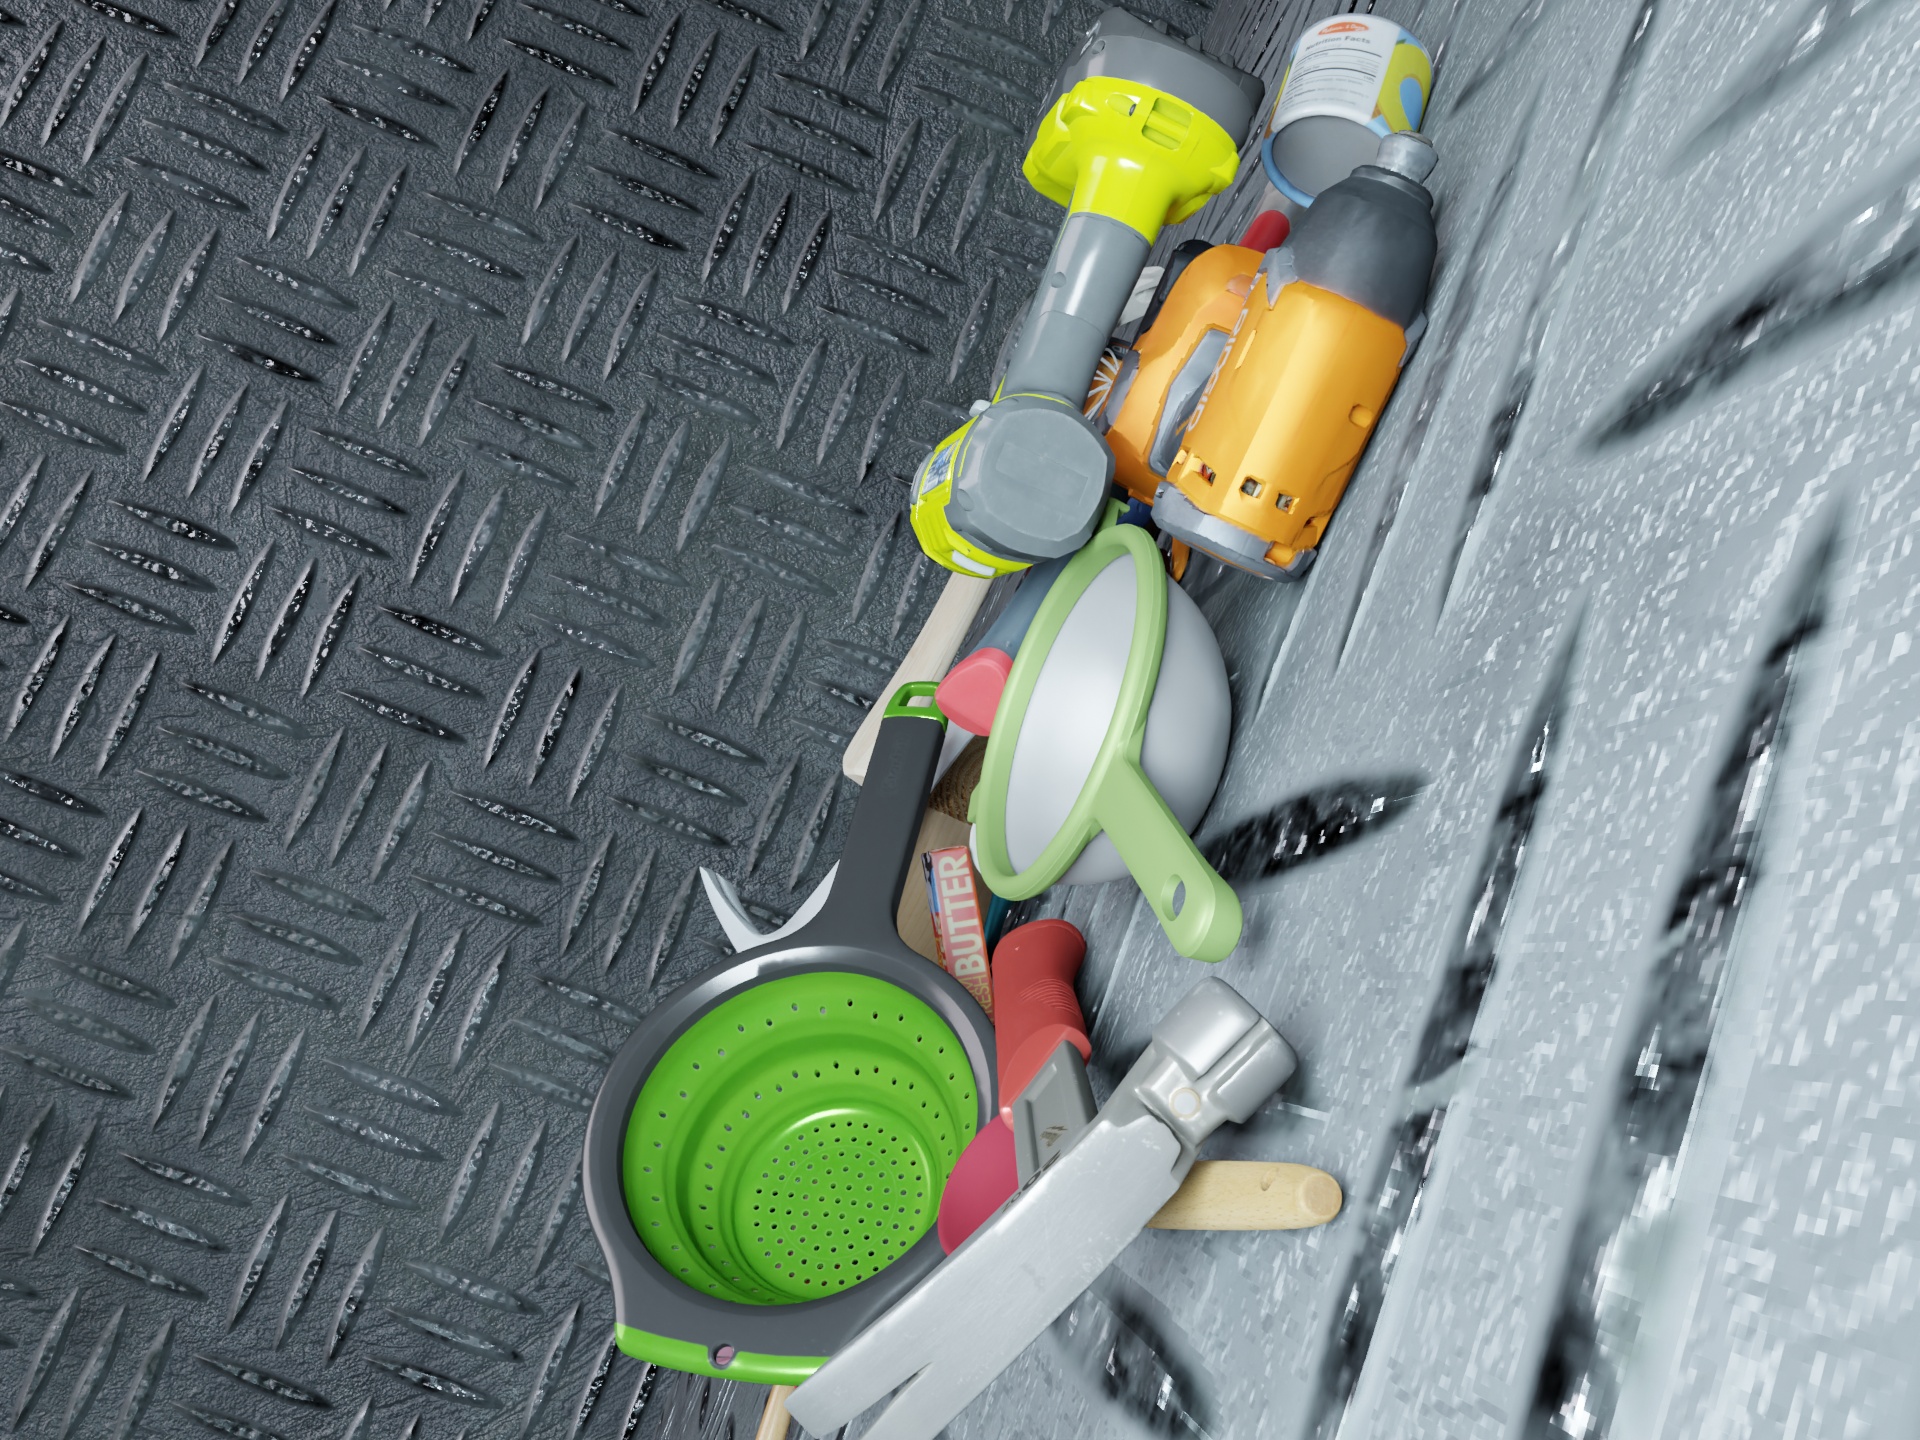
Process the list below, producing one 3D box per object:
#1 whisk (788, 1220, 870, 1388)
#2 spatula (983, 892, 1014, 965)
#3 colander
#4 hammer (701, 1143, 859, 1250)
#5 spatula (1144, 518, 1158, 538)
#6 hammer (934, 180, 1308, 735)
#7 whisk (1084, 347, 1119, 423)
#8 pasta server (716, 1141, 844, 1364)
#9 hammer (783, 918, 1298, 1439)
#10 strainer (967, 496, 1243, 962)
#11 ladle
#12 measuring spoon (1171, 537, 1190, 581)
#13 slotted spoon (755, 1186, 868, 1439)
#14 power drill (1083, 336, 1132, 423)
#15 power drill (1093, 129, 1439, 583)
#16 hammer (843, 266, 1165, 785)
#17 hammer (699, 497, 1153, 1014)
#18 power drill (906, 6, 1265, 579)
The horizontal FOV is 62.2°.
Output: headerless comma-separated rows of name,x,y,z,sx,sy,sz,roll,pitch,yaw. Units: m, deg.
whisk,-0.069,0.318,0.905,0.295,0.073,0.073,91,-159,-81
spatula,0.028,0.078,0.969,0.317,0.044,0.082,-65,-19,15
colander,-0.053,0.151,0.817,0.094,0.204,0.397,75,-157,-47
hammer,-0.122,0.331,1.089,0.334,0.035,0.146,77,-150,-69
spatula,0.093,-0.066,1.069,0.060,0.018,0.315,-79,11,-60
hammer,0.096,-0.149,0.850,0.386,0.038,0.143,-58,-1,-20
whisk,0.062,-0.156,0.907,0.059,0.057,0.246,-14,23,30
pasta server,-0.092,0.285,1.026,0.316,0.040,0.060,-65,-14,-56
hammer,0.022,0.122,0.550,0.149,0.037,0.359,-44,0,1
strainer,0.073,0.023,0.568,0.257,0.069,0.151,-114,45,-67
ladle,0.044,0.143,0.486,0.069,0.031,0.315,-58,2,-20
measuring spoon,0.122,-0.104,0.914,0.117,0.011,0.021,-75,8,-65
slotted spoon,-0.118,0.444,1.007,0.070,0.031,0.314,56,-137,-51
power drill,0.091,-0.156,1.191,0.185,0.084,0.226,116,170,-48
power drill,0.125,-0.151,0.657,0.226,0.084,0.164,-102,36,-77
hammer,0.030,-0.134,1.081,0.146,0.038,0.411,-5,55,56
hammer,-0.002,-0.003,0.978,0.405,0.144,0.035,-53,-26,-2
power drill,0.040,-0.171,0.703,0.190,0.080,0.228,-173,104,-78
